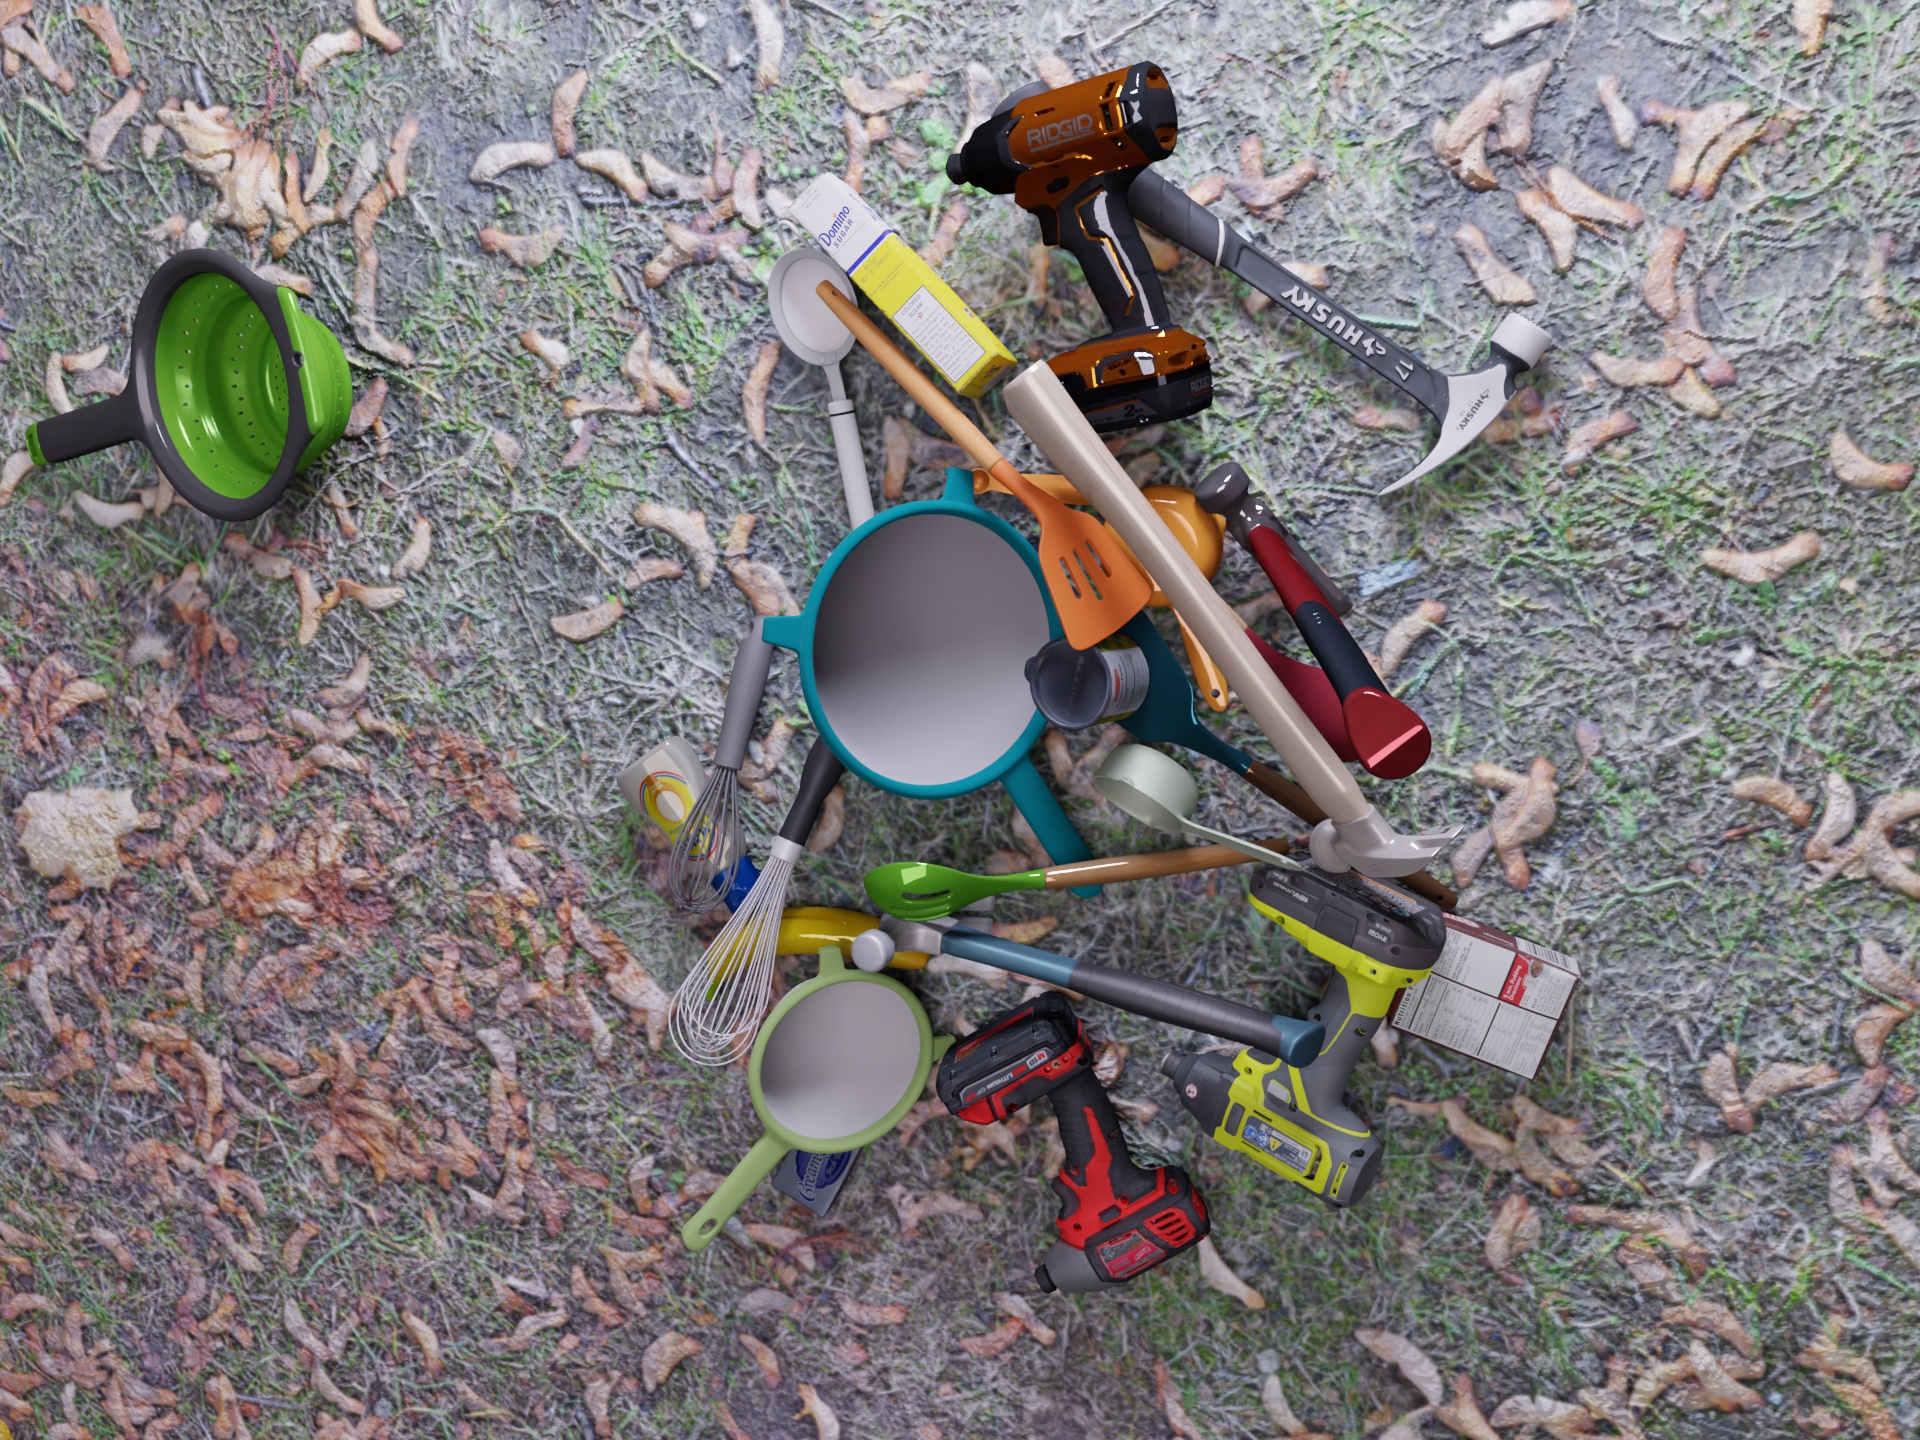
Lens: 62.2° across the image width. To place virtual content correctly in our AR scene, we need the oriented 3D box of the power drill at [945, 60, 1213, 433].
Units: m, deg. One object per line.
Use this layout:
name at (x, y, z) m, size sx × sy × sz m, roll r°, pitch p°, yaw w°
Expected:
power drill at (0.080, -0.312, 1.087) m, size 0.164 × 0.084 × 0.226 m, roll -4°, pitch 106°, yaw 31°

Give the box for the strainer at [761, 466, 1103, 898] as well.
strainer at (-0.002, -0.004, 1.176) m, size 0.211 × 0.095 × 0.340 m, roll -42°, pitch 114°, yaw -19°

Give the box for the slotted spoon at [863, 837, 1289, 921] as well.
slotted spoon at (0.087, 0.112, 1.161) m, size 0.313 × 0.031 × 0.070 m, roll -7°, pitch 142°, yaw -5°

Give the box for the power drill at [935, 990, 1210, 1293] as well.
power drill at (0.079, 0.334, 1.220) m, size 0.143 × 0.078 × 0.219 m, roll -32°, pitch 95°, yaw 9°

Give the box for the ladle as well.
ladle at (0.177, -0.080, 1.105) m, size 0.315 × 0.031 × 0.069 m, roll 43°, pitch 111°, yaw -7°

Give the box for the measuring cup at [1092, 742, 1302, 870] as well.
measuring cup at (0.174, 0.062, 1.138) m, size 0.168 × 0.083 × 0.038 m, roll 22°, pitch 73°, yaw 29°

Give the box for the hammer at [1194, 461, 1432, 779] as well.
hammer at (0.223, -0.050, 0.958) m, size 0.038 × 0.387 × 0.143 m, roll -40°, pitch 108°, yaw 15°

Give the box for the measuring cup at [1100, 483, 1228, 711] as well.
measuring cup at (0.157, -0.085, 1.141) m, size 0.095 × 0.052 × 0.173 m, roll -19°, pitch 93°, yaw 16°

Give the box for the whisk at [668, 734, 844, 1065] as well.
whisk at (-0.148, 0.129, 1.223) m, size 0.070 × 0.070 × 0.284 m, roll 22°, pitch 85°, yaw 9°

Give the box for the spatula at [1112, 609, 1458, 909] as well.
spatula at (0.229, 0.041, 1.147) m, size 0.317 × 0.044 × 0.082 m, roll 34°, pitch 117°, yaw -5°

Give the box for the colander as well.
colander at (-0.616, -0.256, 1.291) m, size 0.397 × 0.094 × 0.204 m, roll -5°, pitch 99°, yaw 33°

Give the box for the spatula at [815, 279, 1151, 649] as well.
spatula at (0.006, -0.188, 1.107) m, size 0.081 × 0.041 × 0.323 m, roll -37°, pitch 78°, yaw -27°

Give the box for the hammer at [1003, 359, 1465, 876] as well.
hammer at (0.169, -0.065, 1.041) m, size 0.038 × 0.146 × 0.410 m, roll -39°, pitch 95°, yaw -16°

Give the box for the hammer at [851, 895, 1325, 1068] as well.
hammer at (0.095, 0.188, 1.145) m, size 0.331 × 0.128 × 0.033 m, roll 13°, pitch 108°, yaw 22°

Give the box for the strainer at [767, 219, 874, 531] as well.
strainer at (-0.090, -0.240, 1.182) m, size 0.087 × 0.050 × 0.258 m, roll 1°, pitch 108°, yaw 40°

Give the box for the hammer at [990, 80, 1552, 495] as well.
hammer at (0.193, -0.315, 1.103) m, size 0.409 × 0.036 × 0.149 m, roll 36°, pitch 107°, yaw 6°

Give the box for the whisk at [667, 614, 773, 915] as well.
whisk at (-0.179, 0.034, 1.224) m, size 0.055 × 0.055 × 0.239 m, roll 12°, pitch 85°, yaw 11°

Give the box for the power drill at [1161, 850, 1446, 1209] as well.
power drill at (0.244, 0.216, 1.151) m, size 0.171 × 0.080 × 0.223 m, roll 26°, pitch 108°, yaw 32°

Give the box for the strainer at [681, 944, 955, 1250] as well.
strainer at (-0.135, 0.297, 1.243) m, size 0.151 × 0.069 × 0.256 m, roll 42°, pitch 85°, yaw -27°

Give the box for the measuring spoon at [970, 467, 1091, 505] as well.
measuring spoon at (0.061, -0.171, 1.174) m, size 0.117 × 0.011 × 0.021 m, roll 7°, pitch 90°, yaw 9°
